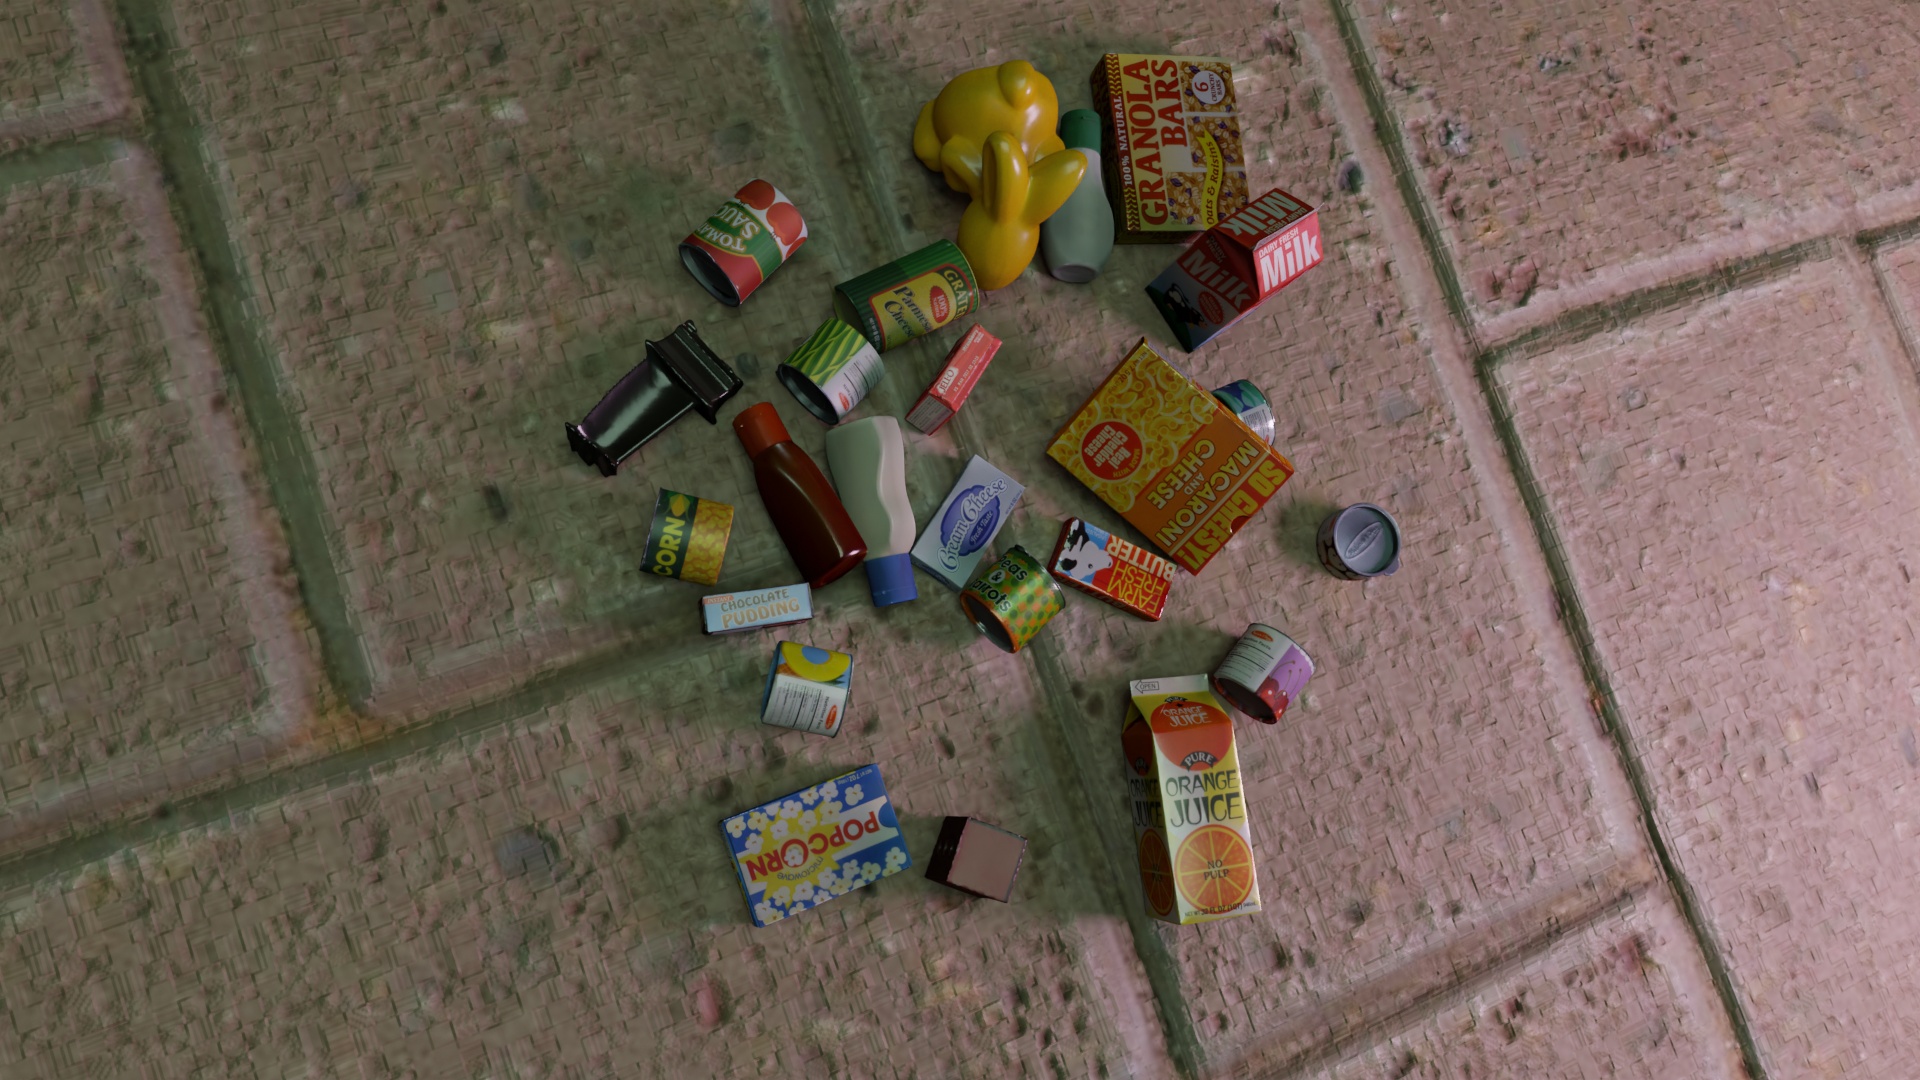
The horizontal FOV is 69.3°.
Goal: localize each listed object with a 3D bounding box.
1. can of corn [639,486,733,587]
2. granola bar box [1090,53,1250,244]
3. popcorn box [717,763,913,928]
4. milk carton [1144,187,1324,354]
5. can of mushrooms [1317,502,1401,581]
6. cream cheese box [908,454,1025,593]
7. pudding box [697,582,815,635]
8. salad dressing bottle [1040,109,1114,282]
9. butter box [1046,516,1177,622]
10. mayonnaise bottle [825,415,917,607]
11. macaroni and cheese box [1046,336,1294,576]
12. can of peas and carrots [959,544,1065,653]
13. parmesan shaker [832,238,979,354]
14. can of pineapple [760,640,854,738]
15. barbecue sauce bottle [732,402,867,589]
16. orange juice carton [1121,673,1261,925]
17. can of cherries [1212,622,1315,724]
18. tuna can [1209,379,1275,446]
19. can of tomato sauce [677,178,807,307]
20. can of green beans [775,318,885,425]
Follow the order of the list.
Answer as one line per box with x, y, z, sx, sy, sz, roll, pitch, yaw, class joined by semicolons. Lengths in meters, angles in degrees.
-0.210;-0.001;1.063;0.058;0.071;0.071;14;77;-12;can of corn
0.189;-0.350;1.246;0.124;0.039;0.165;-4;81;-16;granola bar box
-0.112;0.232;1.063;0.127;0.038;0.085;-19;84;-17;popcorn box
0.232;-0.228;1.156;0.072;0.190;0.073;-33;89;-17;milk carton
0.353;0.004;1.227;0.071;0.033;0.071;3;79;-14;can of mushrooms
0.004;-0.014;1.145;0.053;0.024;0.104;34;73;-5;cream cheese box
-0.159;0.054;1.077;0.084;0.049;0.030;-7;84;-15;pudding box
0.103;-0.302;1.214;0.064;0.044;0.148;7;77;-14;salad dressing bottle
0.128;0.025;1.169;0.103;0.024;0.053;25;74;-9;butter box
-0.066;-0.022;1.111;0.041;0.064;0.148;-7;84;-52;mayonnaise bottle
0.174;-0.068;1.160;0.166;0.040;0.123;40;107;-4;macaroni and cheese box
0.041;0.047;1.119;0.059;0.071;0.071;-42;92;-17;can of peas and carrots
-0.045;-0.196;1.146;0.103;0.071;0.071;-28;88;-17;parmesan shaker
-0.118;0.113;1.070;0.058;0.071;0.071;14;77;-12;can of pineapple
-0.131;-0.038;1.097;0.044;0.064;0.148;-21;76;-41;barbecue sauce bottle
0.183;0.206;1.125;0.072;0.073;0.193;-5;81;-15;orange juice carton
0.255;0.114;1.165;0.071;0.071;0.058;41;73;-5;can of cherries
0.238;-0.104;1.202;0.033;0.071;0.071;-23;86;-16;tuna can
-0.175;-0.241;1.117;0.071;0.071;0.083;43;73;-4;can of tomato sauce
-0.103;-0.136;1.118;0.071;0.071;0.058;44;72;-4;can of green beans
